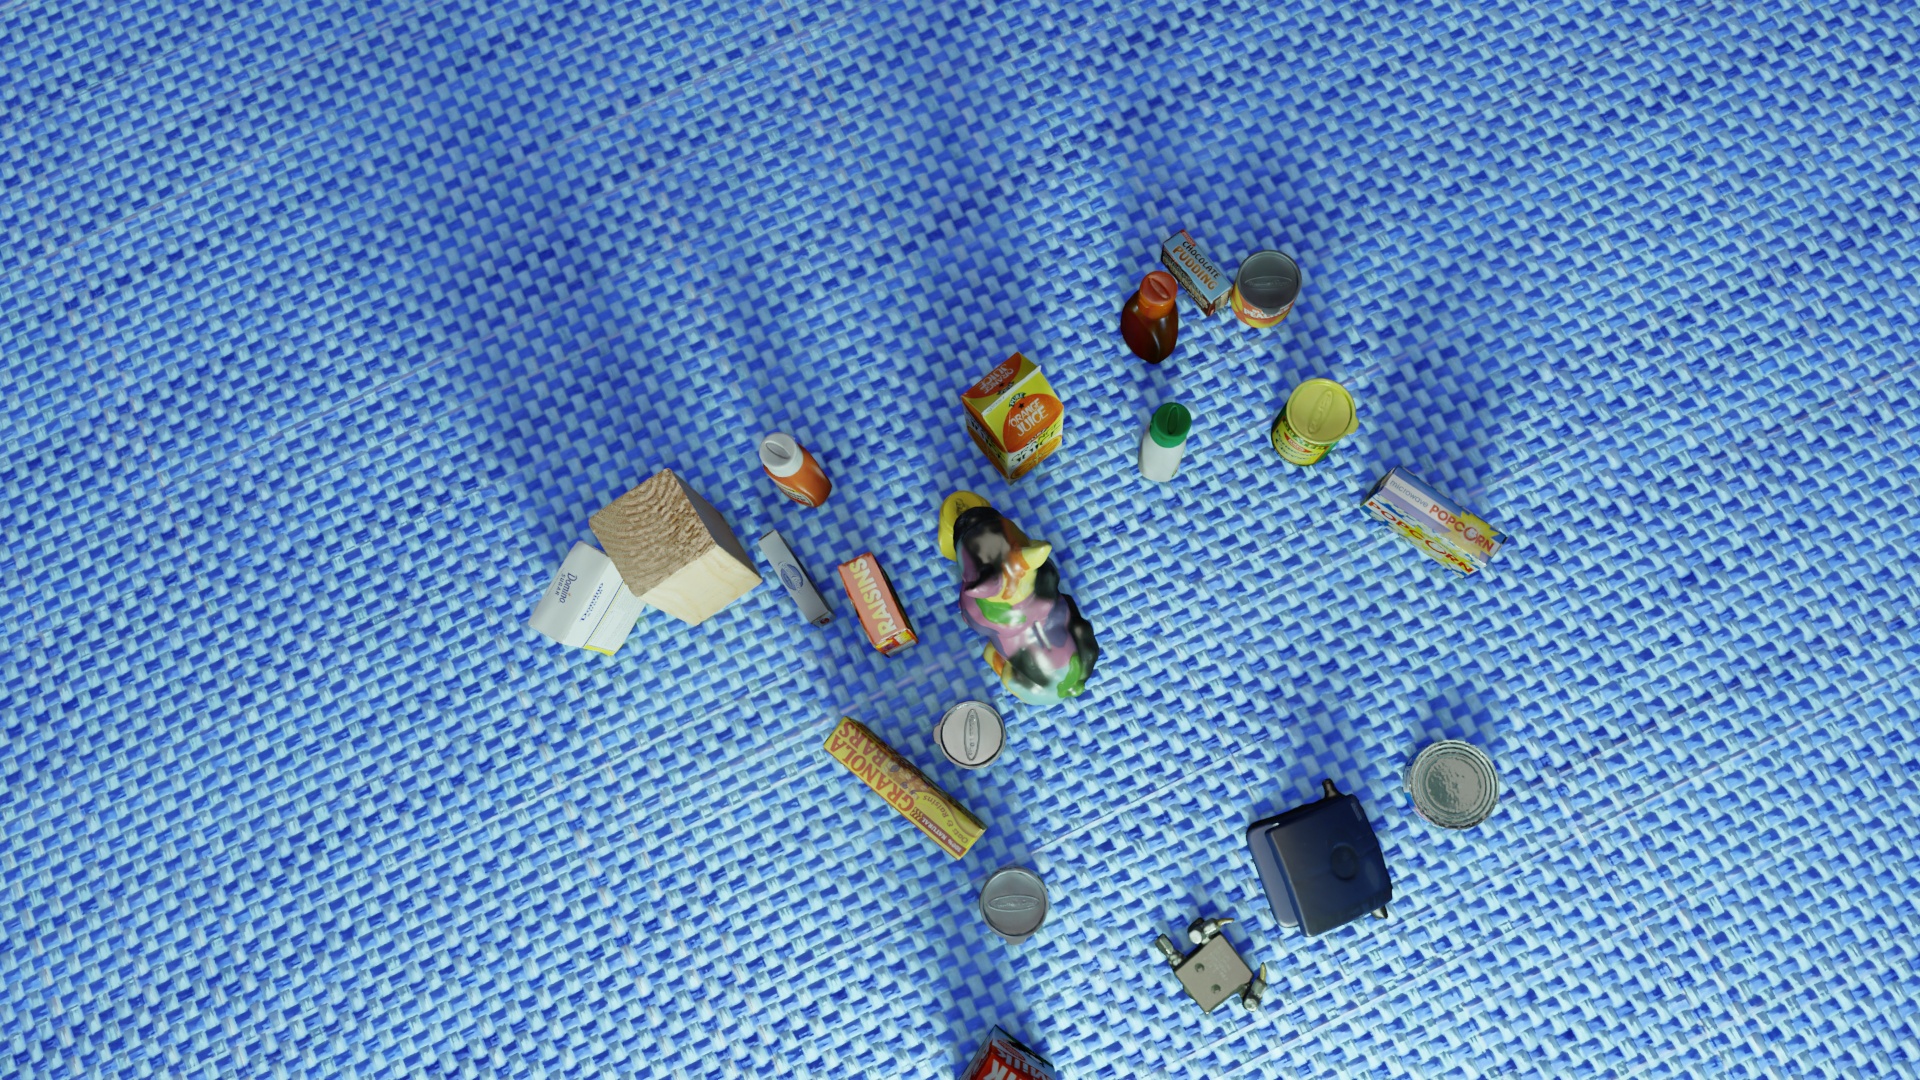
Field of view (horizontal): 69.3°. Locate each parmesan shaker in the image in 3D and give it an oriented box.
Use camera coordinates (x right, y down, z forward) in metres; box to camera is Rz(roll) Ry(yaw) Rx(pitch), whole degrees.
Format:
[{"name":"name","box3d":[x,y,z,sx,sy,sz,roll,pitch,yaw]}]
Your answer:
[{"name":"parmesan shaker","box3d":[0.353,-0.114,1.387,0.071,0.103,0.071,-1,79,3]}]

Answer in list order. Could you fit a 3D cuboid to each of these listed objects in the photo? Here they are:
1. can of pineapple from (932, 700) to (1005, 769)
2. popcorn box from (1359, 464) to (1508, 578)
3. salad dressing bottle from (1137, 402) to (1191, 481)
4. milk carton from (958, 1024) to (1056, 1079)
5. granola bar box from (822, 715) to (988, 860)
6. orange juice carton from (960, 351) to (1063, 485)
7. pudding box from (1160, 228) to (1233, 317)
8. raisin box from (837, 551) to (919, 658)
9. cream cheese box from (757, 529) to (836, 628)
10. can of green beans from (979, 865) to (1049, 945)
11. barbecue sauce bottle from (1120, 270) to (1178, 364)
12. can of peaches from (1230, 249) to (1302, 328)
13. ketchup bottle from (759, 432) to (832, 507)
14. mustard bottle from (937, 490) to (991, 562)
[{"name":"can of pineapple","box3d":[0.011,0.192,1.368,0.071,0.057,0.071,-1,79,3]},{"name":"popcorn box","box3d":[0.464,-0.018,1.371,0.127,0.085,0.038,35,83,9]},{"name":"salad dressing bottle","box3d":[0.202,-0.099,1.369,0.044,0.147,0.064,11,80,5]},{"name":"milk carton","box3d":[0.038,0.498,1.239,0.072,0.190,0.073,34,83,9]},{"name":"granola bar box","box3d":[-0.051,0.237,1.328,0.166,0.124,0.039,38,84,9]},{"name":"orange juice carton","box3d":[0.052,-0.122,1.358,0.072,0.192,0.073,-38,80,-4]},{"name":"pudding box","box3d":[0.246,-0.280,1.452,0.030,0.049,0.084,-36,79,-4]},{"name":"raisin box","box3d":[-0.080,0.065,1.364,0.040,0.123,0.086,-25,79,-2]},{"name":"cream cheese box","box3d":[-0.166,0.040,1.409,0.024,0.053,0.104,-34,79,-3]},{"name":"can of green beans","box3d":[0.052,0.347,1.335,0.071,0.057,0.071,-1,79,3]},{"name":"barbecue sauce bottle","box3d":[0.192,-0.227,1.394,0.044,0.148,0.065,-39,80,-4]},{"name":"can of peaches","box3d":[0.316,-0.257,1.440,0.071,0.058,0.071,-1,79,3]},{"name":"ketchup bottle","box3d":[-0.168,-0.073,1.383,0.065,0.148,0.043,31,83,8]},{"name":"mustard bottle","box3d":[0.005,-0.017,1.357,0.049,0.160,0.065,17,81,6]}]
